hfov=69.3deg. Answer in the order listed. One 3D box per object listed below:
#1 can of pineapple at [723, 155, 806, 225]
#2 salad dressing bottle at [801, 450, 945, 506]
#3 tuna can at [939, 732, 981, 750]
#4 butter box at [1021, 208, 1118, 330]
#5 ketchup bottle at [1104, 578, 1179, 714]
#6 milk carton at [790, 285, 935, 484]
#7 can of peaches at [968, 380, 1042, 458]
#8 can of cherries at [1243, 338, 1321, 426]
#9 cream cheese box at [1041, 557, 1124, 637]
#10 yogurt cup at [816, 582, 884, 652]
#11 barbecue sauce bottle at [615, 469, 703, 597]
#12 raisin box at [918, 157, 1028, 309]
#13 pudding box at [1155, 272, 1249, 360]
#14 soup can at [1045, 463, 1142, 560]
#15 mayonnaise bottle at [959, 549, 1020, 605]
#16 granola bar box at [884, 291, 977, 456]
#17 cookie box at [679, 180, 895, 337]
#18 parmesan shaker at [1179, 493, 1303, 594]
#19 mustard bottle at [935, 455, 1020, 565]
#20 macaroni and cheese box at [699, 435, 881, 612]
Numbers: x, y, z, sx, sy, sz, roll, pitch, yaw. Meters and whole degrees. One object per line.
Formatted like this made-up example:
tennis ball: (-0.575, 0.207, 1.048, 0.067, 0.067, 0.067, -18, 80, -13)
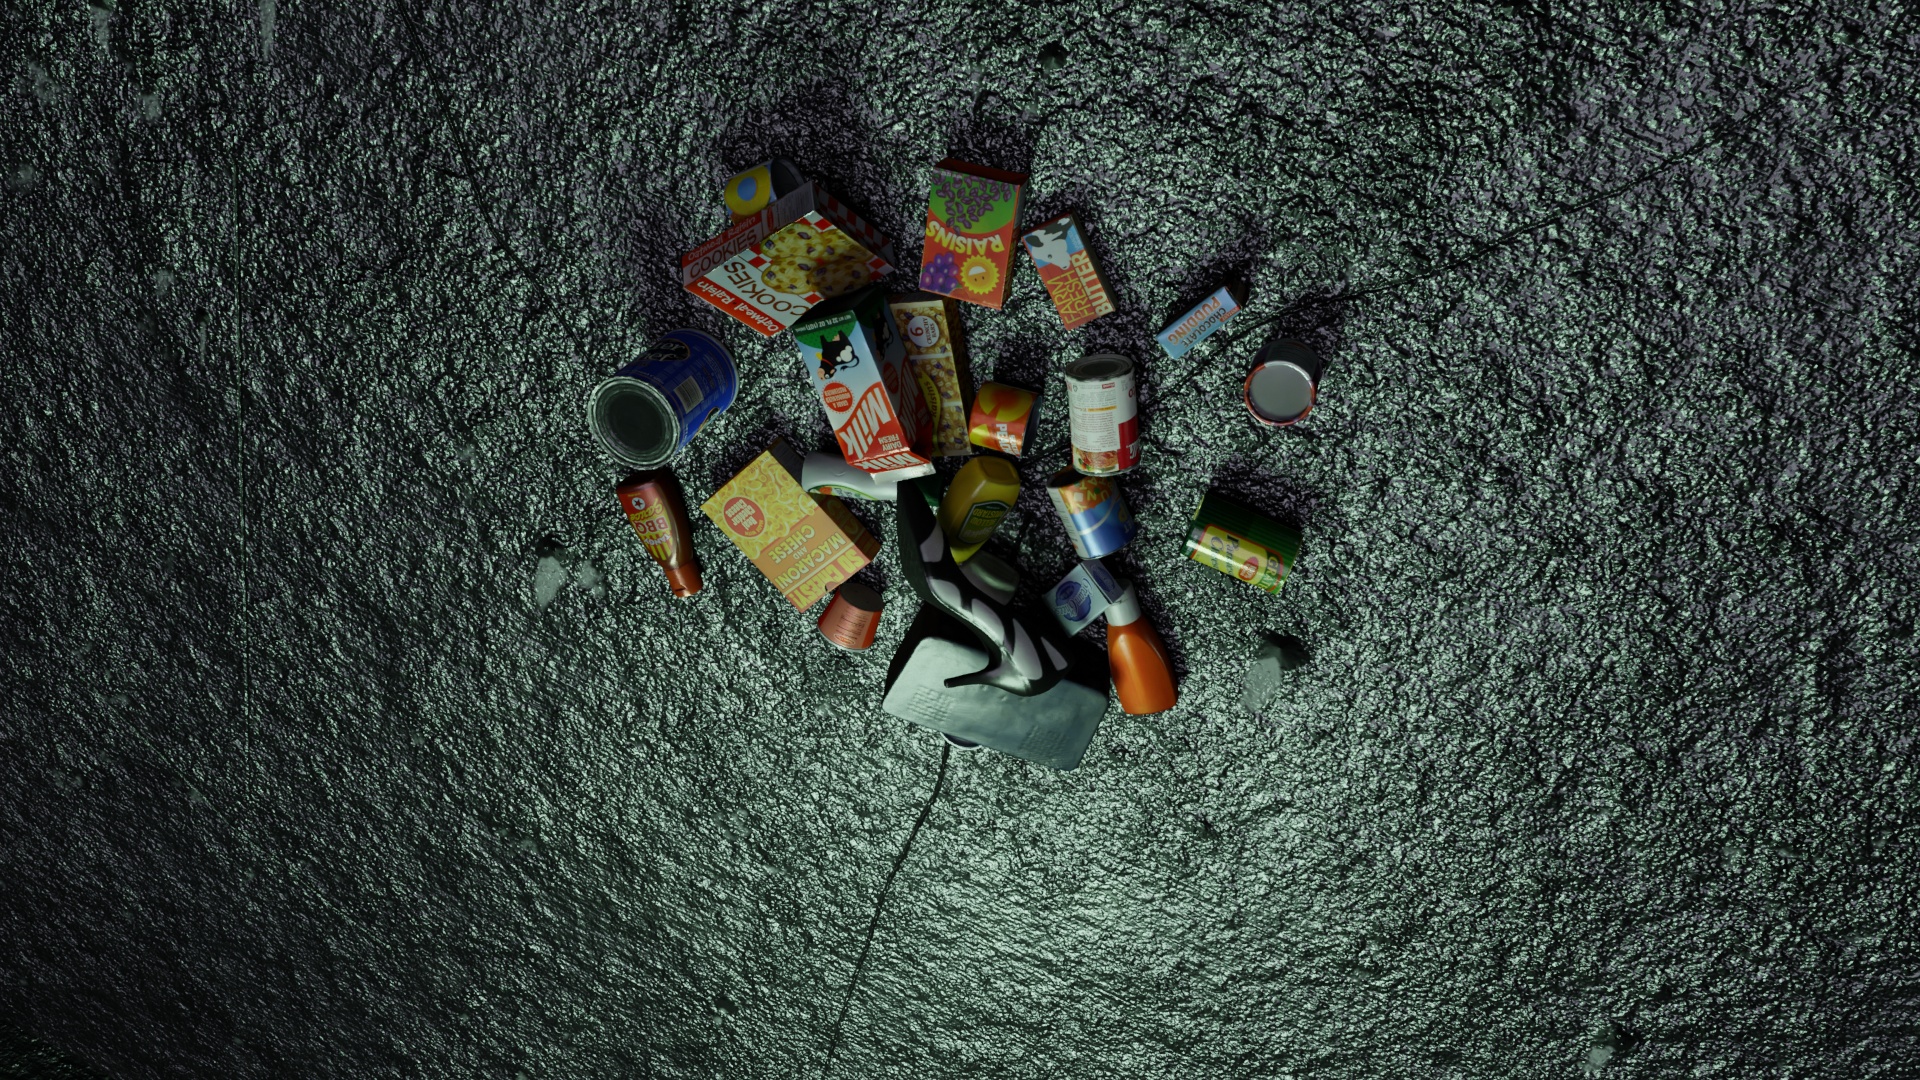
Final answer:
can of pineapple: (-0.186, -0.329, 1.342, 0.058, 0.071, 0.070, -14, 112, 26)
salad dressing bottle: (-0.091, -0.063, 1.465, 0.148, 0.064, 0.044, 8, 82, 7)
tuna can: (0.010, 0.204, 1.590, 0.071, 0.033, 0.070, 8, 120, 15)
butter box: (0.104, -0.254, 1.309, 0.053, 0.024, 0.103, -19, 110, 26)
ketchup bottle: (0.184, 0.113, 1.473, 0.064, 0.044, 0.148, -12, 113, 18)
milk carton: (-0.087, -0.143, 1.359, 0.072, 0.074, 0.190, -10, 114, 25)
can of peaches: (0.044, -0.119, 1.377, 0.058, 0.071, 0.071, 16, 122, 11)
can of cherries: (0.297, -0.143, 1.283, 0.071, 0.059, 0.071, 8, 120, 15)
cream cheese box: (0.126, 0.058, 1.442, 0.053, 0.024, 0.103, 54, 149, 8)
yogurt cup: (-0.120, 0.083, 1.551, 0.072, 0.073, 0.053, 28, 115, 3)
barbecue sauce bottle: (-0.337, -0.007, 1.588, 0.065, 0.044, 0.148, -10, 115, 23)
raisin box: (0.012, -0.290, 1.313, 0.086, 0.040, 0.122, 15, 122, 10)
pudding box: (0.223, -0.206, 1.279, 0.083, 0.050, 0.030, -36, 101, 31)
soup can: (0.134, -0.034, 1.397, 0.071, 0.072, 0.083, -17, 111, 26)
mayonnaise bottle: (0.004, 0.078, 1.519, 0.065, 0.041, 0.147, 32, 124, -5)
granola bar box: (-0.054, -0.167, 1.404, 0.124, 0.039, 0.164, -1, 117, 21)
cookie box: (-0.168, -0.269, 1.346, 0.167, 0.040, 0.123, -22, 151, 28)
parmesan shaker: (0.275, 0.005, 1.369, 0.103, 0.072, 0.071, 23, 123, 6)
mustard bottle: (0.005, -0.018, 1.452, 0.065, 0.049, 0.159, 3, 135, -32)
macaroni and cheese box: (-0.188, -0.015, 1.533, 0.123, 0.040, 0.166, -36, 102, 32)
